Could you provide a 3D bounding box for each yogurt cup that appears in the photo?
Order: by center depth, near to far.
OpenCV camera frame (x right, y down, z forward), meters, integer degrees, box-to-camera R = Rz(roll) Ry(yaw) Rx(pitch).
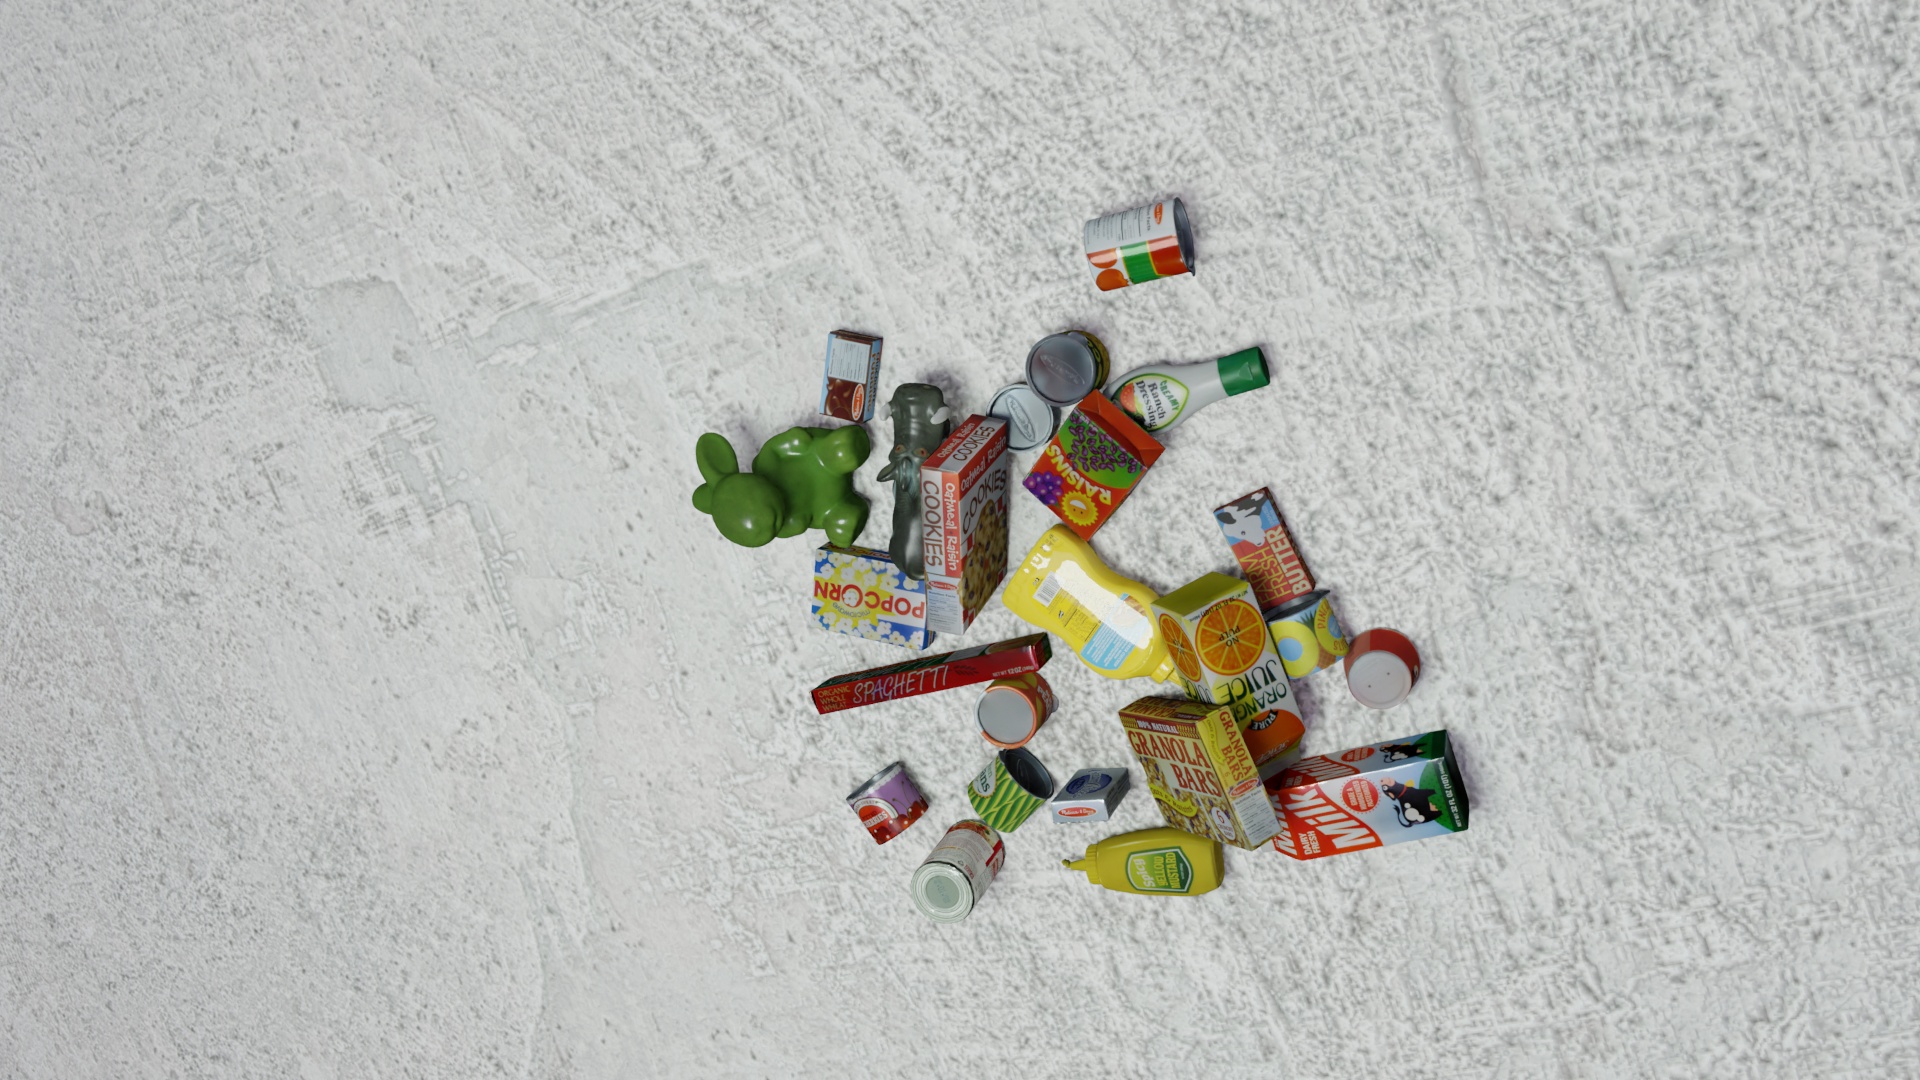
[{"bbox_3d":[0.375,0.117,1.240,0.072,0.054,0.072,4,102,19],"label":"yogurt cup"}]

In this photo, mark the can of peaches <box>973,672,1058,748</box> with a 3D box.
[{"bbox_3d":[0.054,0.164,1.361,0.071,0.058,0.071,4,103,19],"label":"can of peaches"}]

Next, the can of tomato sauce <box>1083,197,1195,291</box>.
[{"bbox_3d":[0.159,-0.259,1.227,0.083,0.071,0.071,-10,99,22],"label":"can of tomato sauce"}]

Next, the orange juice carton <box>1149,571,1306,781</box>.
[{"bbox_3d":[0.249,0.132,1.258,0.072,0.073,0.192,-26,102,-12],"label":"orange juice carton"}]

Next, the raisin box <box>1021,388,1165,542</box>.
[{"bbox_3d":[0.120,-0.066,1.270,0.086,0.040,0.122,41,140,6],"label":"raisin box"}]

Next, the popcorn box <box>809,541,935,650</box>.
[{"bbox_3d":[-0.085,0.055,1.396,0.127,0.038,0.085,11,106,17],"label":"popcorn box"}]

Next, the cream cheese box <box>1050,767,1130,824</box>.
[{"bbox_3d":[0.126,0.244,1.329,0.053,0.104,0.024,-6,96,20],"label":"cream cheese box"}]

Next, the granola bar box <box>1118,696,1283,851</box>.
[{"bbox_3d":[0.214,0.208,1.265,0.039,0.165,0.124,-25,94,-17],"label":"granola bar box"}]

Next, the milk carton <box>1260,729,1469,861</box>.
[{"bbox_3d":[0.355,0.235,1.263,0.190,0.074,0.072,-18,96,22],"label":"milk carton"}]

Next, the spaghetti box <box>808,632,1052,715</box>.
[{"bbox_3d":[-0.031,0.134,1.389,0.250,0.050,0.028,-14,96,22],"label":"spaghetti box"}]

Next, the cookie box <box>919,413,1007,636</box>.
[{"bbox_3d":[0.005,-0.016,1.283,0.040,0.123,0.166,9,120,19],"label":"cookie box"}]

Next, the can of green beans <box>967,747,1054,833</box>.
[{"bbox_3d":[0.049,0.247,1.377,0.071,0.071,0.057,45,113,5],"label":"can of green beans"}]

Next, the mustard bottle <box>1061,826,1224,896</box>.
[{"bbox_3d":[0.174,0.315,1.357,0.160,0.049,0.065,-9,97,21],"label":"mustard bottle"}]

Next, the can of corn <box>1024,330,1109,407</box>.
[{"bbox_3d":[0.100,-0.161,1.273,0.071,0.058,0.071,4,103,19],"label":"can of corn"}]

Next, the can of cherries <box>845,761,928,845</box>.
[{"bbox_3d":[-0.076,0.271,1.423,0.071,0.072,0.058,-35,89,23],"label":"can of cherries"}]

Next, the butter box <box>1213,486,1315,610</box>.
[{"bbox_3d":[0.277,0.008,1.266,0.053,0.024,0.103,-27,92,23],"label":"butter box"}]

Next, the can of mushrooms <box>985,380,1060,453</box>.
[{"bbox_3d":[0.058,-0.116,1.311,0.071,0.033,0.071,4,104,18],"label":"can of mushrooms"}]

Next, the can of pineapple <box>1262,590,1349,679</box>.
[{"bbox_3d":[0.310,0.084,1.249,0.071,0.071,0.058,-24,94,23],"label":"can of pineapple"}]

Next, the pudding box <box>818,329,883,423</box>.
[{"bbox_3d":[-0.108,-0.161,1.361,0.050,0.030,0.083,13,106,15],"label":"pudding box"}]

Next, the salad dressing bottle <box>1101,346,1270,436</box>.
[{"bbox_3d":[0.202,-0.136,1.250,0.147,0.044,0.064,-17,97,22],"label":"salad dressing bottle"}]
